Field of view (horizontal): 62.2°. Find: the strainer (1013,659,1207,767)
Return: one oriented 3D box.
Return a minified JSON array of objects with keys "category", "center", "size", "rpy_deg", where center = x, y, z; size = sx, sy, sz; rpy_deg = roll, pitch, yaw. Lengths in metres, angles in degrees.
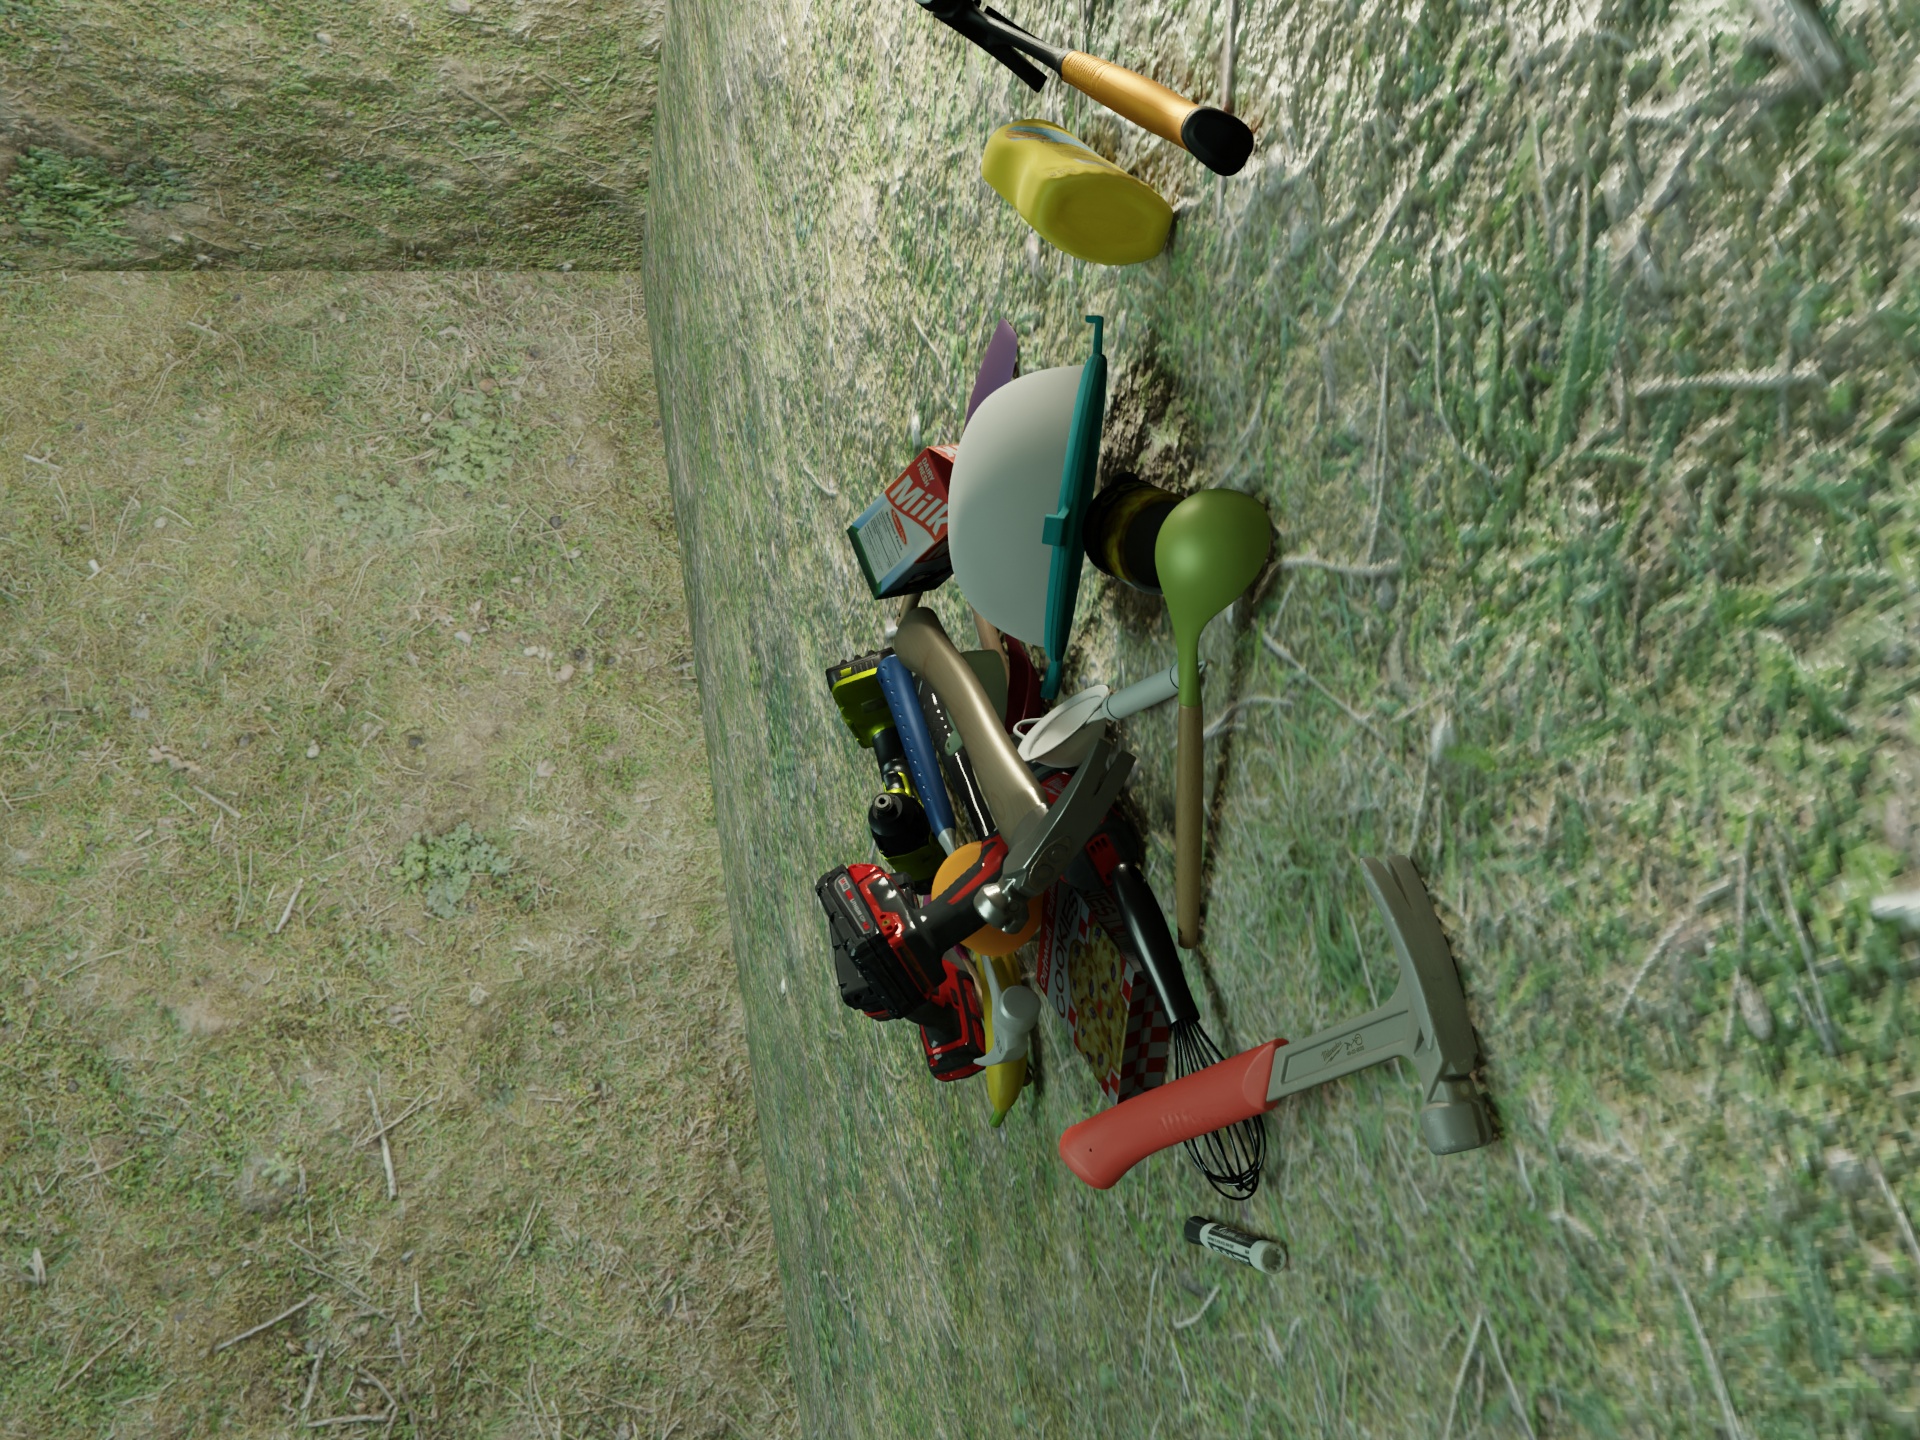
[{"category":"strainer","center":[0.108,-0.005,1.133],"size":[0.050,0.087,0.258],"rpy_deg":[47,155,-7]}]

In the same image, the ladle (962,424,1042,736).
[{"category":"ladle","center":[0.032,-0.123,1.379],"size":[0.069,0.031,0.316],"rpy_deg":[123,141,-59]}]

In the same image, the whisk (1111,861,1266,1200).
[{"category":"whisk","center":[0.143,0.197,1.044],"size":[0.055,0.055,0.239],"rpy_deg":[109,147,-54]}]

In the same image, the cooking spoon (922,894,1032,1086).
[{"category":"cooking spoon","center":[0.011,0.255,1.564],"size":[0.319,0.017,0.068],"rpy_deg":[-124,44,-58]}]

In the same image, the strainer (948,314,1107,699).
[{"category":"strainer","center":[0.040,-0.118,1.146],"size":[0.340,0.095,0.211],"rpy_deg":[91,-171,-59]}]

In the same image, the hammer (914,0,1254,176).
[{"category":"hammer","center":[0.088,-0.414,1.032],"size":[0.034,0.127,0.337],"rpy_deg":[-57,41,17]}]

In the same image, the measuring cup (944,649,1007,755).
[{"category":"measuring cup","center":[-0.002,-0.004,1.387],"size":[0.167,0.038,0.083],"rpy_deg":[127,139,-60]}]

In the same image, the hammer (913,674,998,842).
[{"category":"hammer","center":[0.004,0.063,1.495],"size":[0.335,0.035,0.146],"rpy_deg":[-113,19,-50]}]

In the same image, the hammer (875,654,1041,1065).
[{"category":"hammer","center":[-0.011,0.116,1.418],"size":[0.144,0.035,0.406],"rpy_deg":[101,155,-54]}]

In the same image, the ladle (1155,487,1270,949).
[{"category":"ladle","center":[0.156,0.008,1.007],"size":[0.078,0.062,0.320],"rpy_deg":[42,142,53]}]

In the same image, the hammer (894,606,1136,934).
[{"category":"hammer","center":[0.018,-0.006,1.212],"size":[0.146,0.038,0.411],"rpy_deg":[-56,26,14]}]

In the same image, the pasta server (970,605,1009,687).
[{"category":"pasta server","center":[0.011,-0.101,1.434],"size":[0.060,0.040,0.316],"rpy_deg":[-52,45,48]}]

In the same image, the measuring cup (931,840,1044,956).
[{"category":"measuring cup","center":[0.031,0.101,1.288],"size":[0.095,0.052,0.174],"rpy_deg":[8,75,37]}]

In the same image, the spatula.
[{"category":"spatula","center":[-0.006,-0.207,1.415],"size":[0.315,0.018,0.060],"rpy_deg":[-67,33,35]}]

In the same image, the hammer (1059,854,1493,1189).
[{"category":"hammer","center":[0.157,0.205,0.923],"size":[0.359,0.036,0.149],"rpy_deg":[-42,54,53]}]

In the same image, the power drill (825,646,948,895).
[{"category":"power drill","center":[-0.069,0.046,1.596],"size":[0.171,0.080,0.223],"rpy_deg":[61,-169,-58]}]

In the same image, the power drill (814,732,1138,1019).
[{"category":"power drill","center":[0.007,0.104,1.213],"size":[0.080,0.226,0.188],"rpy_deg":[60,176,-32]}]

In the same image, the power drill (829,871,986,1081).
[{"category":"power drill","center":[-0.040,0.230,1.445],"size":[0.219,0.078,0.143],"rpy_deg":[56,-162,-54]}]
